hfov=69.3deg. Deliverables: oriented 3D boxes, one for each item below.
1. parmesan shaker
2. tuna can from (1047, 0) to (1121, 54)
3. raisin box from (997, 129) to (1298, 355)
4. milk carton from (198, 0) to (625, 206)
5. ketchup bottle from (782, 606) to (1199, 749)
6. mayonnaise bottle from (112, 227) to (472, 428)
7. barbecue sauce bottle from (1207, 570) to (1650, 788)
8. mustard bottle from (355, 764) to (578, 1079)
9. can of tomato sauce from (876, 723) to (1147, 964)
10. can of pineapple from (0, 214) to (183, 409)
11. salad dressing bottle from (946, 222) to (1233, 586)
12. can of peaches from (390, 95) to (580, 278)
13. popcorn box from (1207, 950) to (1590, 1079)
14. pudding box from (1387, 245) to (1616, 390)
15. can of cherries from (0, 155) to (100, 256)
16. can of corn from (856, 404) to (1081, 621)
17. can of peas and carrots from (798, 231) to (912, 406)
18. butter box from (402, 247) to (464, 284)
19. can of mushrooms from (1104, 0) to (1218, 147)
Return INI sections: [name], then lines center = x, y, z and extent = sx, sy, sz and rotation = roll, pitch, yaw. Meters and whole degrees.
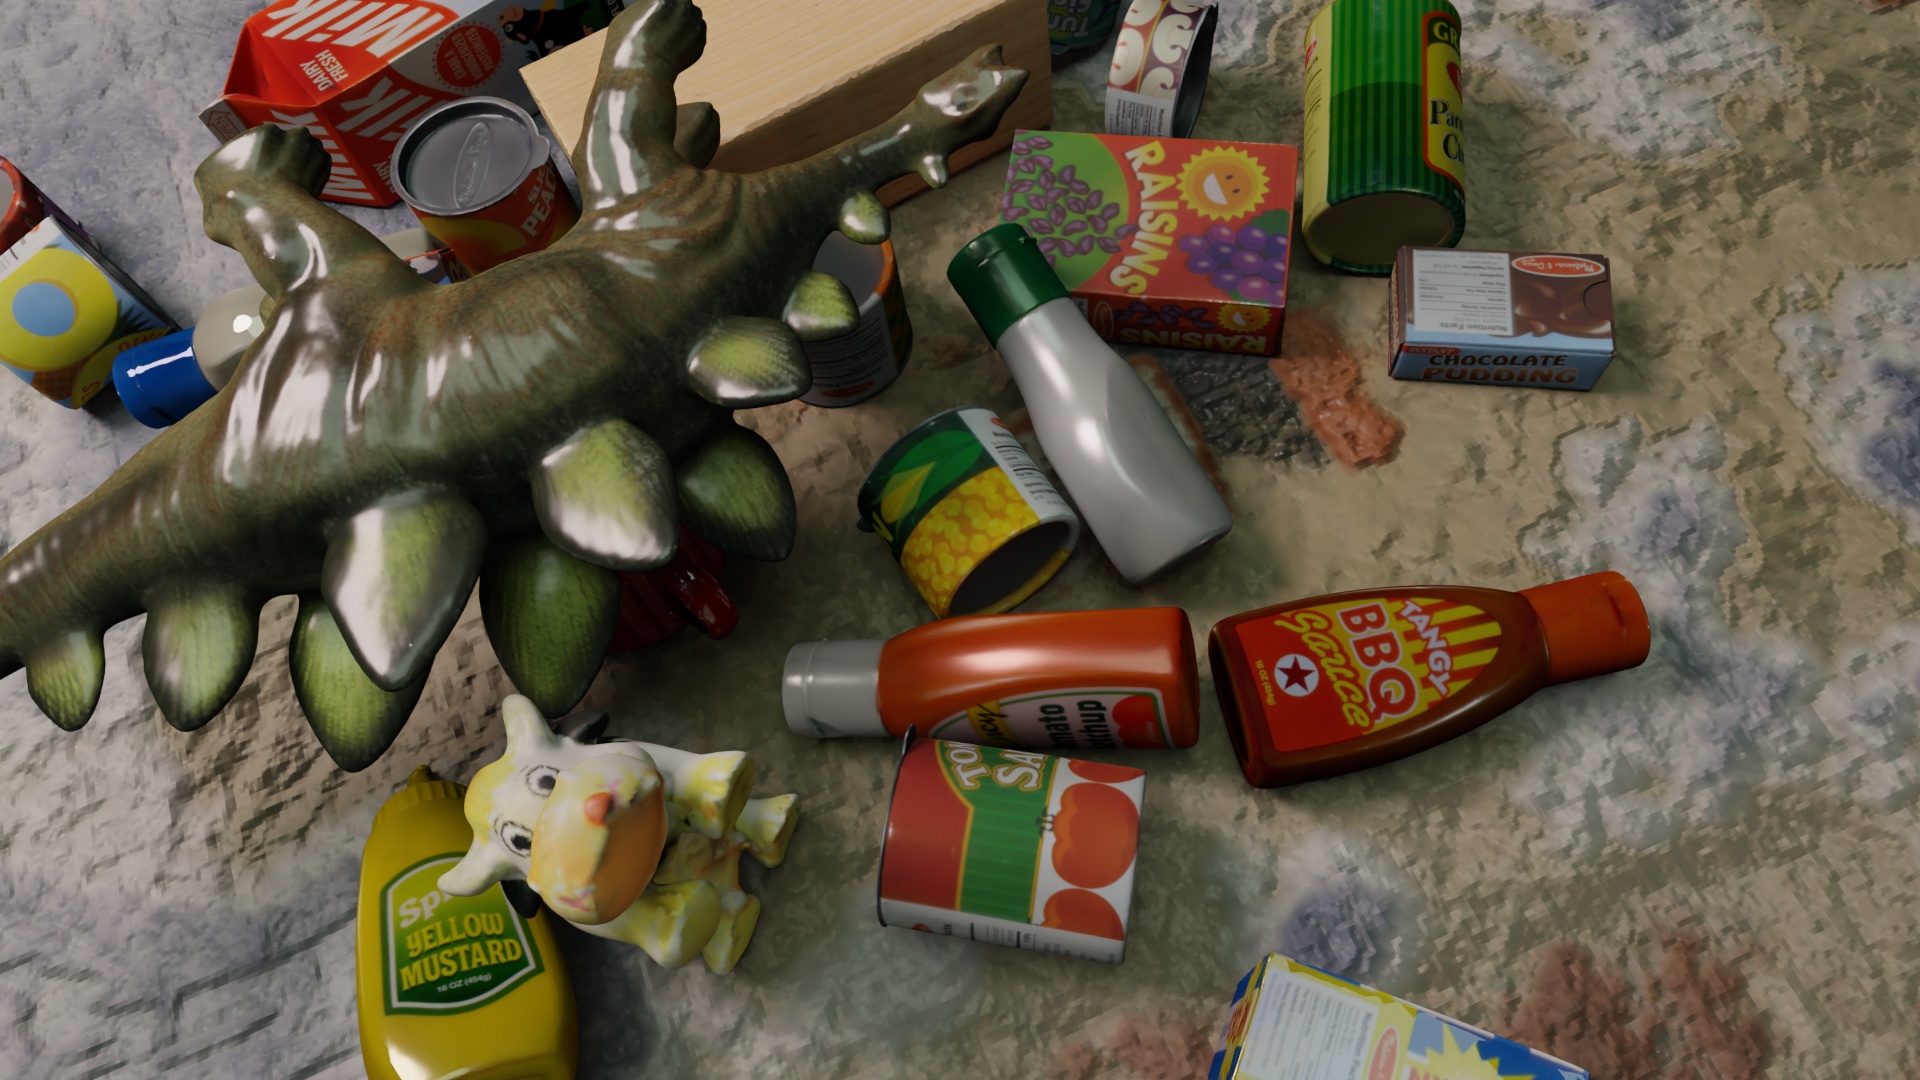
[parmesan shaker]
center = 0.180, -0.172, 0.593
extent = 0.071, 0.071, 0.103
rotation = 3, 69, 7
[tuna can]
center = 0.046, -0.265, 0.658
extent = 0.071, 0.032, 0.071
rotation = 5, 55, -8
[raisin box]
center = 0.079, -0.128, 0.597
extent = 0.123, 0.040, 0.086
rotation = 6, 65, 9
[milk carton]
center = -0.258, -0.230, 0.659
extent = 0.191, 0.072, 0.073
rotation = -38, 67, -12
[ketchup bottle]
center = 0.011, 0.052, 0.507
extent = 0.149, 0.064, 0.044
rotation = -3, 57, 14
[mayonnaise bottle]
center = -0.287, -0.088, 0.602
extent = 0.148, 0.064, 0.041
rotation = -19, 70, 1
[barbecue sauce bottle]
center = 0.169, 0.044, 0.503
extent = 0.149, 0.043, 0.065
rotation = -12, 63, -1
[mustard bottle]
center = -0.178, 0.130, 0.480
extent = 0.065, 0.048, 0.161
rotation = -10, 39, -26
[can of tomato sauce]
center = 0.019, 0.103, 0.477
extent = 0.083, 0.071, 0.071
rotation = 7, 66, 8
[can of pineapple]
center = -0.394, -0.099, 0.613
extent = 0.071, 0.070, 0.058
rotation = 39, 78, 20
[salad dressing bottle]
center = 0.048, -0.055, 0.540
extent = 0.044, 0.064, 0.148
rotation = -38, 78, 31
[can of peaches]
center = -0.210, -0.155, 0.627
extent = 0.071, 0.058, 0.071
rotation = -2, 64, 4
[popcorn box]
center = 0.121, 0.158, 0.408
extent = 0.085, 0.126, 0.038
rotation = 18, 72, 14
[pudding box]
center = 0.221, -0.091, 0.570
extent = 0.084, 0.030, 0.050
rotation = 4, 64, 7
[can of cherries]
center = -0.446, -0.138, 0.641
extent = 0.071, 0.058, 0.072
rotation = -2, 65, 5
[can of corn]
center = 0.002, -0.007, 0.532
extent = 0.071, 0.071, 0.058
rotation = -33, 66, -10
[can of peas and carrots]
center = -0.057, -0.101, 0.586
extent = 0.071, 0.058, 0.071
rotation = -2, 65, 4
[butter box]
center = -0.218, -0.063, 0.569
extent = 0.053, 0.024, 0.103
rotation = -16, 108, -2
[can of mushrooms]
center = 0.090, -0.209, 0.618
extent = 0.033, 0.070, 0.071
rotation = 16, 68, 14
